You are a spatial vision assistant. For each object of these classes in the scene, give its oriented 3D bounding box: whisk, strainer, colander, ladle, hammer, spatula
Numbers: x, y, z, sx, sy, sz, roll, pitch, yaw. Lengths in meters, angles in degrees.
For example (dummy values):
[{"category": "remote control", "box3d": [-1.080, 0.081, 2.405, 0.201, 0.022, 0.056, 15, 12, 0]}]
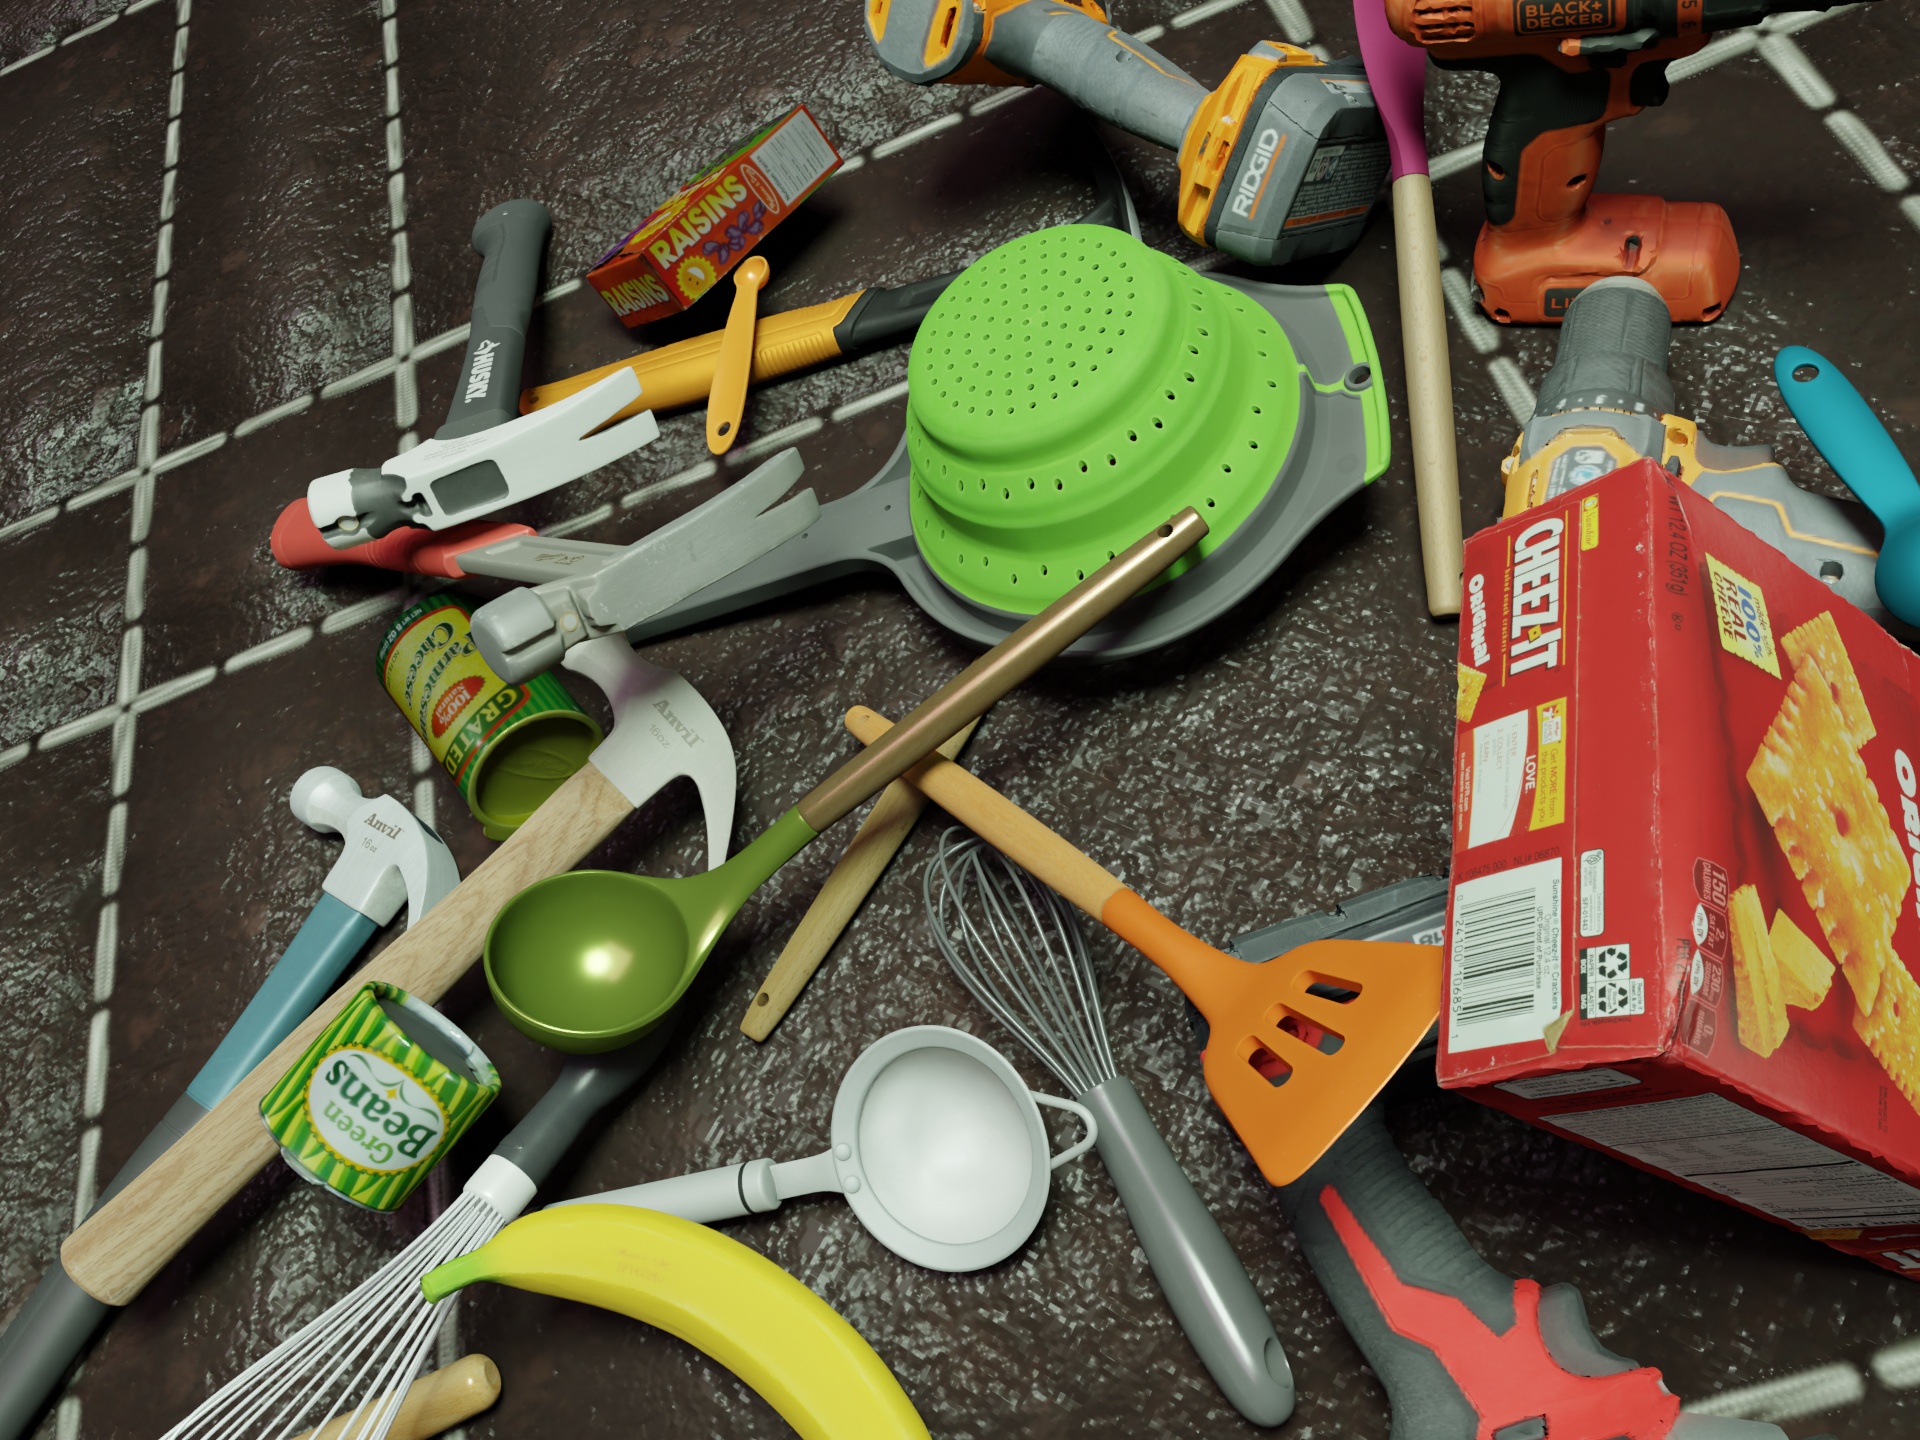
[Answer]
[{"category": "whisk", "box3d": [0.050, 0.133, 0.563, 0.055, 0.055, 0.239, -31, 59, 1]}, {"category": "strainer", "box3d": [-0.066, 0.169, 0.588, 0.258, 0.050, 0.087, -16, 84, 17]}, {"category": "colander", "box3d": [-0.028, -0.111, 0.675, 0.397, 0.094, 0.205, -15, 55, 21]}, {"category": "ladle", "box3d": [-0.001, -0.002, 0.673, 0.069, 0.031, 0.315, 23, 73, 34]}, {"category": "hammer", "box3d": [-0.222, -0.083, 0.726, 0.149, 0.036, 0.359, -35, 29, -32]}, {"category": "ladle", "box3d": [-0.042, 0.016, 0.595, 0.320, 0.062, 0.078, -37, 54, 5]}, {"category": "whisk", "box3d": [-0.187, 0.195, 0.573, 0.070, 0.070, 0.285, 16, 49, 27]}, {"category": "whisk", "box3d": [-0.285, 0.299, 0.593, 0.245, 0.047, 0.051, -26, 55, 1]}, {"category": "hammer", "box3d": [-0.333, 0.178, 0.686, 0.128, 0.033, 0.331, 21, 71, 30]}, {"category": "hammer", "box3d": [-0.227, -0.196, 0.801, 0.146, 0.035, 0.335, -17, 37, 1]}, {"category": "hammer", "box3d": [-0.223, 0.108, 0.647, 0.331, 0.031, 0.130, -44, 92, -7]}, {"category": "spatula", "box3d": [0.036, 0.049, 0.546, 0.081, 0.041, 0.323, -47, 38, -8]}, {"category": "hammer", "box3d": [-0.073, -0.203, 0.810, 0.337, 0.034, 0.127, -14, 58, 12]}]

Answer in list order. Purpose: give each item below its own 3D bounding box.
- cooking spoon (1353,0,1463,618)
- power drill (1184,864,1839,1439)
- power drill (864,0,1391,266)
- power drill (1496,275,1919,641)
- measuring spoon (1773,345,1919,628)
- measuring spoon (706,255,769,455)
[{"category": "cooking spoon", "box3d": [0.189, -0.198, 0.656, 0.017, 0.068, 0.319, -9, 78, 38]}, {"category": "power drill", "box3d": [0.162, 0.164, 0.487, 0.143, 0.078, 0.220, -20, 59, 9]}, {"category": "power drill", "box3d": [0.088, -0.296, 0.737, 0.227, 0.084, 0.164, 34, 35, 21]}, {"category": "power drill", "box3d": [0.313, -0.087, 0.575, 0.226, 0.084, 0.185, 4, 63, 28]}, {"category": "measuring spoon", "box3d": [0.297, -0.084, 0.515, 0.042, 0.021, 0.129, -24, 52, 15]}, {"category": "measuring spoon", "box3d": [-0.109, -0.180, 0.786, 0.021, 0.011, 0.117, -6, 65, 26]}]
